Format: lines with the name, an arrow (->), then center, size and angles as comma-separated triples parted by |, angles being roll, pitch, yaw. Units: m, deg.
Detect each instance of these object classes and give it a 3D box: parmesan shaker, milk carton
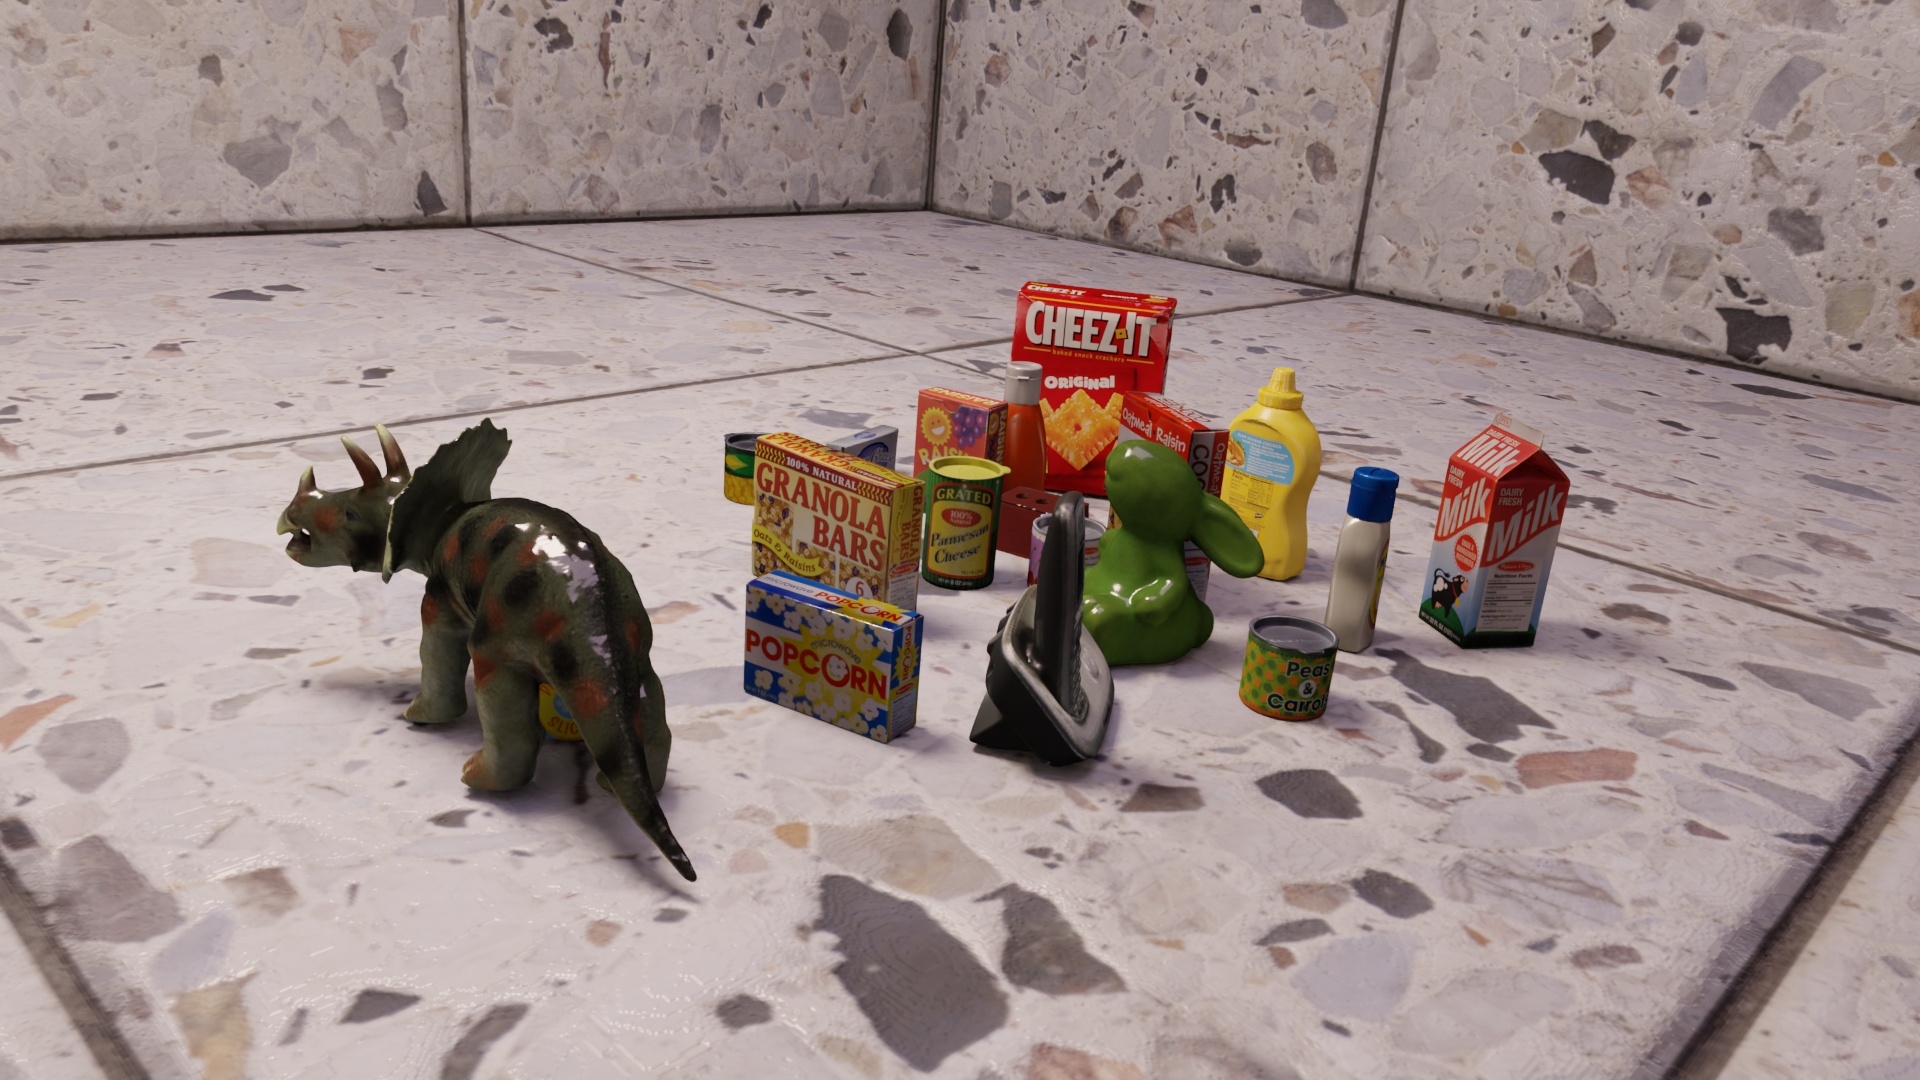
parmesan shaker -> 0.004, -0.015, 1.215 | 0.071, 0.102, 0.071 | 4, 19, -1
milk carton -> 0.454, -0.010, 1.178 | 0.073, 0.189, 0.072 | 0, 20, -14

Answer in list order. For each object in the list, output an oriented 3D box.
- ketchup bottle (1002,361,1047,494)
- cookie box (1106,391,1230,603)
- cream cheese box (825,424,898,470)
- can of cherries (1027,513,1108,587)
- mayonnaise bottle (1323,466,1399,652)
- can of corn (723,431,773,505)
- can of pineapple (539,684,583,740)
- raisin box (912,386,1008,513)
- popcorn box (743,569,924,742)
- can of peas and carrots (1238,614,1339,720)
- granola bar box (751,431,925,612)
ketchup bottle -> 0.059, -0.106, 1.414 | 0.065, 0.148, 0.044 | 6, 19, 2
cookie box -> 0.176, -0.034, 1.214 | 0.040, 0.166, 0.123 | -3, 21, -22
cream cheese box -> -0.103, -0.086, 1.459 | 0.024, 0.053, 0.104 | 15, 22, 28
can of cherries -> 0.093, 0.014, 1.221 | 0.071, 0.058, 0.072 | 4, 19, -1
mayonnaise bottle -> 0.331, 0.014, 1.144 | 0.041, 0.147, 0.065 | 14, 21, 24
can of corn -> -0.206, -0.073, 1.391 | 0.071, 0.058, 0.071 | 4, 19, -1
can of pineapple -> -0.256, 0.093, 0.918 | 0.071, 0.057, 0.071 | 4, 19, -1
raisin box -> -0.002, -0.083, 1.372 | 0.086, 0.123, 0.040 | 17, 22, 31
popcorn box -> -0.090, 0.078, 0.959 | 0.127, 0.085, 0.038 | 15, 22, 27
can of peas and carrots -> 0.244, 0.095, 1.031 | 0.071, 0.058, 0.071 | 4, 19, -1
granola bar box -> -0.105, -0.009, 1.141 | 0.166, 0.123, 0.039 | 21, 25, 38
